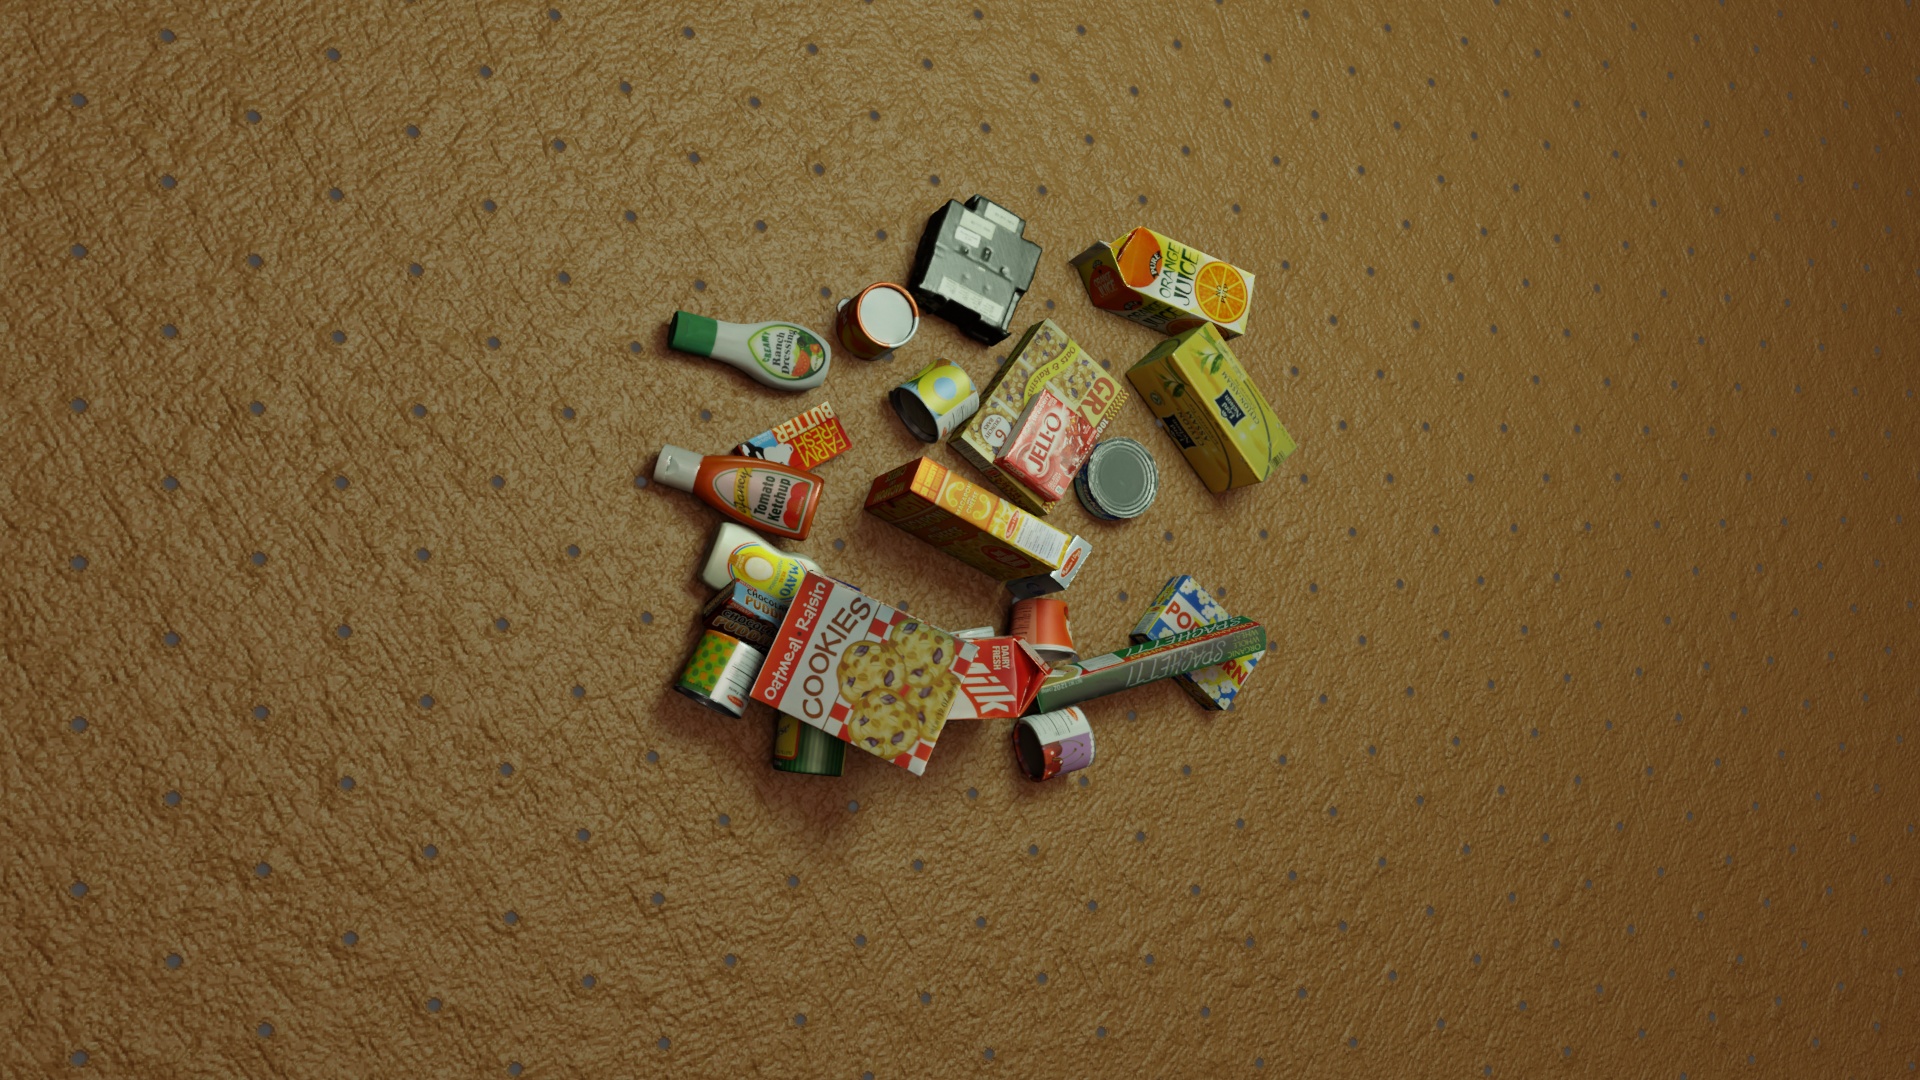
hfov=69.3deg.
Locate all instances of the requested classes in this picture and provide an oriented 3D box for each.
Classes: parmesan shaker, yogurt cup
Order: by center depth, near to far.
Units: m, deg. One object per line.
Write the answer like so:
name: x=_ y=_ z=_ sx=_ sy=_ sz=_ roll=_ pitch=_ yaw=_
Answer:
parmesan shaker: x=-0.133 y=0.162 z=1.275 sx=0.071 sy=0.071 sz=0.103 roll=10 pitch=80 yaw=-23
yogurt cup: x=0.080 y=0.089 z=1.387 sx=0.072 sy=0.072 sz=0.054 roll=8 pitch=73 yaw=-23

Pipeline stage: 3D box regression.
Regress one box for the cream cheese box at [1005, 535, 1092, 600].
cream cheese box: x=0.087 y=0.028 z=1.375 sx=0.024 sy=0.103 sz=0.053 roll=41 pitch=69 yaw=-12

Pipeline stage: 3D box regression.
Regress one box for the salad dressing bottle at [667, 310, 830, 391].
salad dressing bottle: x=-0.198 y=-0.181 z=1.304 sx=0.148 sy=0.044 sz=0.064 roll=11 pitch=80 yaw=-23

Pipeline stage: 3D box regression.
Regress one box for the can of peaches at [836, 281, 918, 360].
can of peaches: x=-0.082 y=-0.215 z=1.353 sx=0.071 sy=0.058 sz=0.071 roll=3 pitch=83 yaw=-24

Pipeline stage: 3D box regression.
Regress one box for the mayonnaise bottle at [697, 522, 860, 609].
mayonnaise bottle: x=-0.166 y=0.035 z=1.293 sx=0.148 sy=0.041 sz=0.065 roll=23 pitch=81 yaw=-20

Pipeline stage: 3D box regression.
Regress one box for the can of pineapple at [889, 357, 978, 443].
can of pineapple: x=-0.025 y=-0.139 z=1.366 sx=0.058 sy=0.071 sz=0.071 roll=-39 pitch=100 yaw=-23

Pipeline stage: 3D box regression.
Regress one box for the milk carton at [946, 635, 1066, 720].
milk carton: x=0.001 y=0.126 z=1.276 sx=0.191 sy=0.072 sz=0.073 roll=-3 pitch=88 yaw=6

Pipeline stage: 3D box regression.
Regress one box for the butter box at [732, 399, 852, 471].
butter box: x=-0.159 y=-0.089 z=1.321 sx=0.104 sy=0.024 sz=0.053 roll=-30 pitch=97 yaw=-24

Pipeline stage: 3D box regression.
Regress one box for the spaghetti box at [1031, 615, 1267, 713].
spaghetti box: x=0.188 y=0.124 z=1.404 sx=0.250 sy=0.050 sz=0.028 roll=-14 pitch=101 yaw=-11

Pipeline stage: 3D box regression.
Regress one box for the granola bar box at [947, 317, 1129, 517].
granola bar box: x=0.082 y=-0.125 z=1.427 sx=0.124 sy=0.039 sz=0.166 roll=41 pitch=69 yaw=-15

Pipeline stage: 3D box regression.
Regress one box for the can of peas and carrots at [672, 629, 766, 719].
can of peas and carrots: x=-0.216 y=0.120 z=1.248 sx=0.071 sy=0.071 sz=0.059 roll=32 pitch=72 yaw=-18

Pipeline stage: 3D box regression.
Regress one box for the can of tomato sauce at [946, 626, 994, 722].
can of tomato sauce: x=0.004 y=0.129 z=1.347 sx=0.071 sy=0.071 sz=0.083 roll=-8 pitch=87 yaw=-25

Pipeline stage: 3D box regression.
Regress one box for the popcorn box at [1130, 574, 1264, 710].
popcorn box: x=0.252 y=0.109 z=1.475 sx=0.126 sy=0.038 sz=0.085 roll=44 pitch=69 yaw=-14

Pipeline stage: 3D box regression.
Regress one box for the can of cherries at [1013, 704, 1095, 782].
can of cherries: x=0.092 y=0.203 z=1.377 sx=0.058 sy=0.071 sz=0.071 roll=-14 pitch=89 yaw=-25

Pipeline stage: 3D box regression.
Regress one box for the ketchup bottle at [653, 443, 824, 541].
ketchup bottle: x=-0.203 y=-0.049 z=1.269 sx=0.149 sy=0.043 sz=0.064 roll=17 pitch=90 yaw=-4

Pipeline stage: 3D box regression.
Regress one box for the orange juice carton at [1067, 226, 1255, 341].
orange juice carton: x=0.213 y=-0.275 z=1.487 sx=0.193 sy=0.071 sz=0.073 roll=17 pitch=76 yaw=-22

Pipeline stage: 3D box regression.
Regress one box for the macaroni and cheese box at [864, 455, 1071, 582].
macaroni and cheese box: x=0.005 y=-0.017 z=1.332 sx=0.166 sy=0.123 sz=0.040 roll=28 pitch=72 yaw=-19

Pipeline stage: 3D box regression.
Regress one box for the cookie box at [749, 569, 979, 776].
cookie box: x=-0.084 y=0.115 z=1.225 sx=0.167 sy=0.040 sz=0.123 roll=24 pitch=88 yaw=4

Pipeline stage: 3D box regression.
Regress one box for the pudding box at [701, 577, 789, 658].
pudding box: x=-0.186 y=0.073 z=1.264 sx=0.083 sy=0.049 sz=0.030 roll=34 pitch=34 yaw=-28
